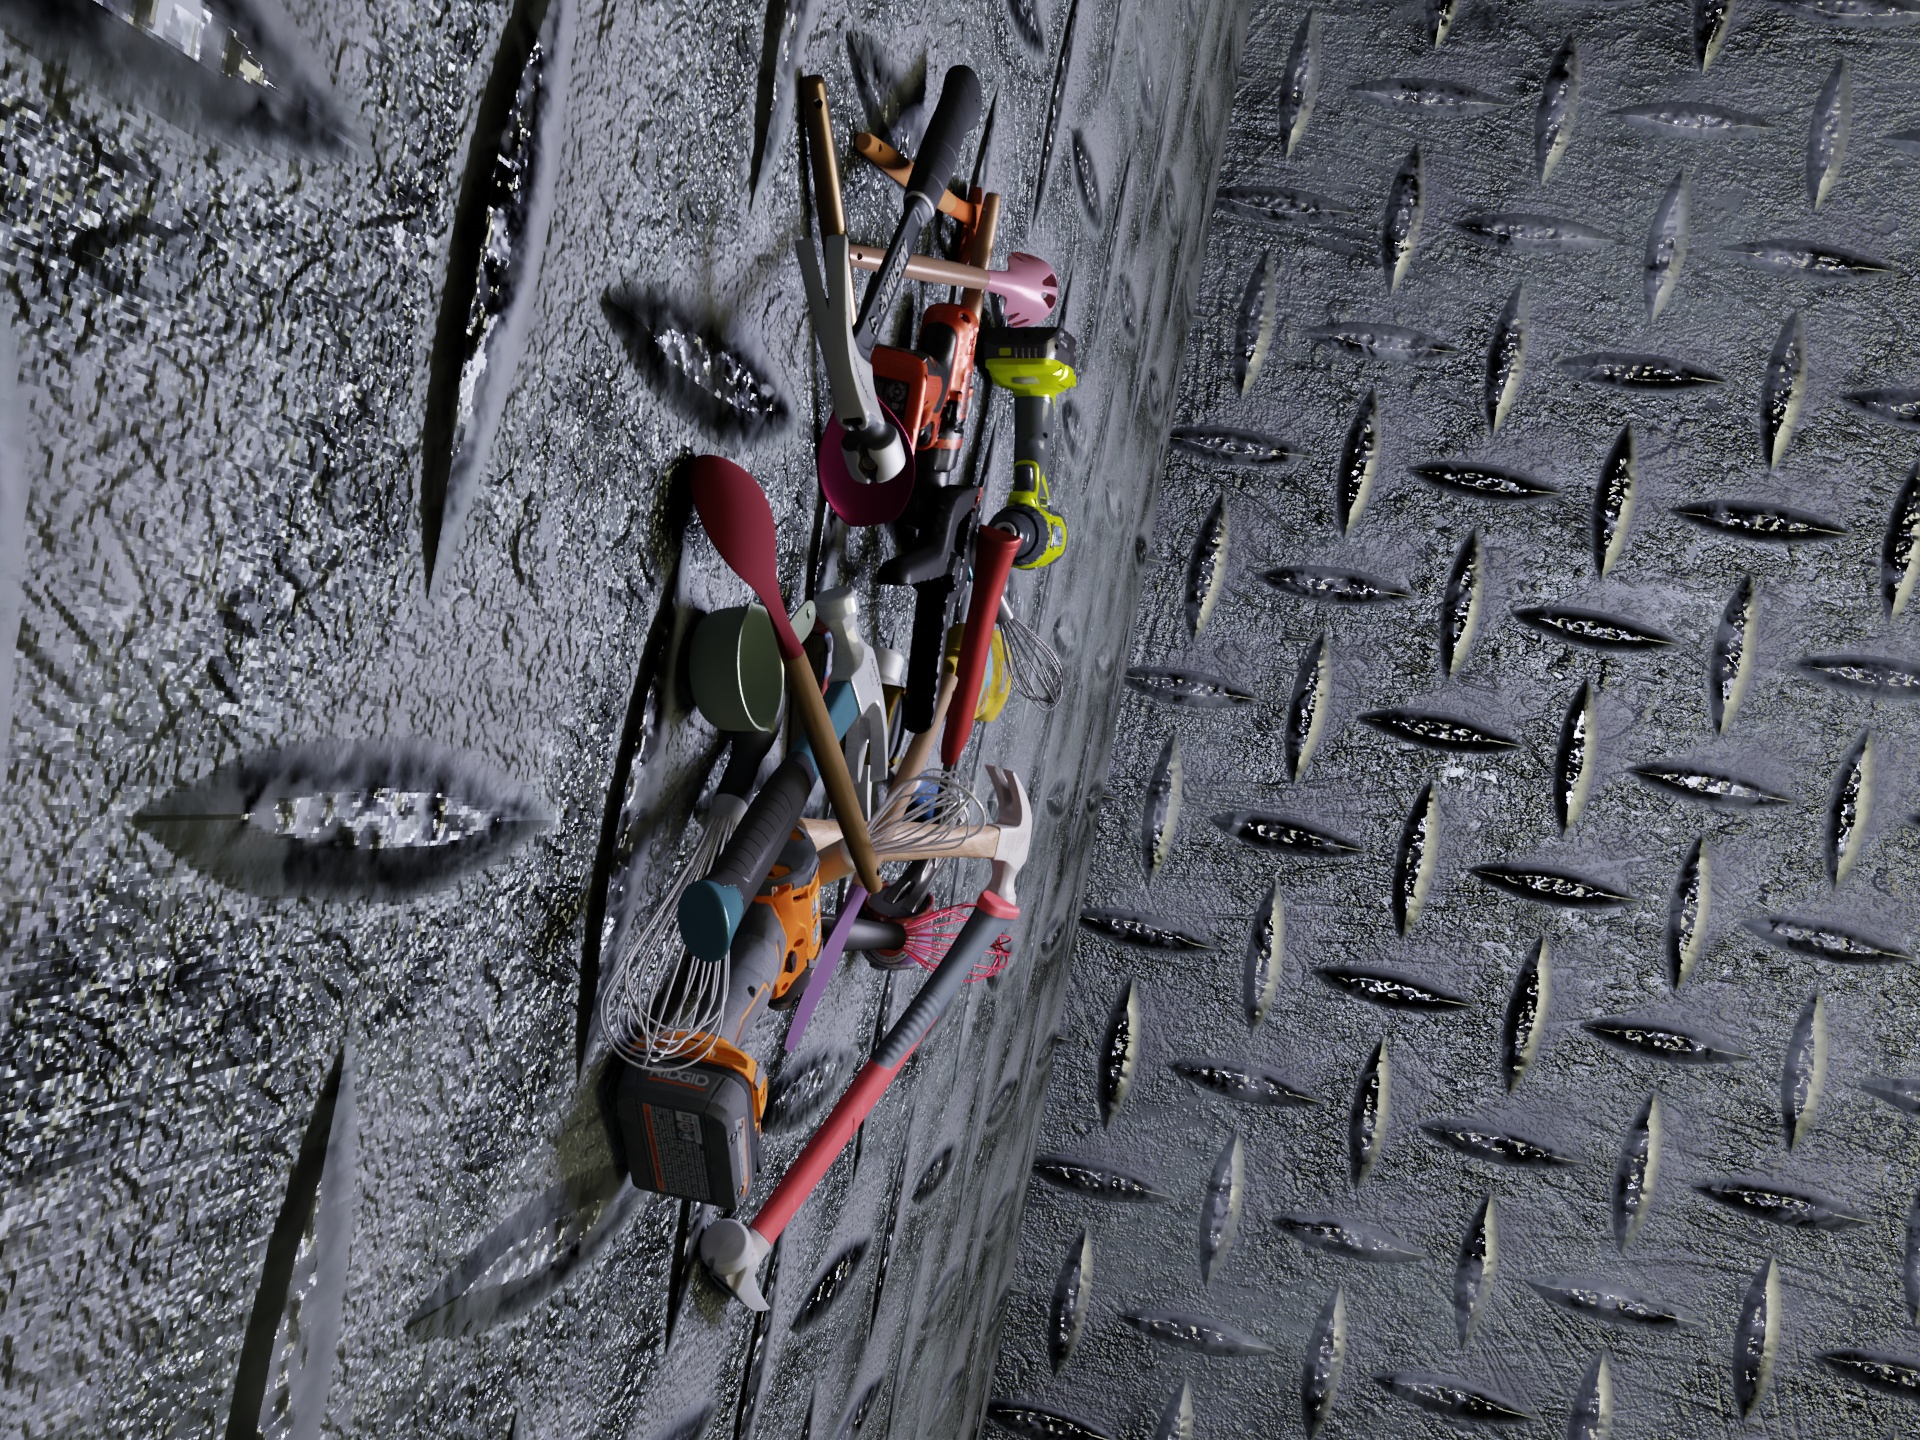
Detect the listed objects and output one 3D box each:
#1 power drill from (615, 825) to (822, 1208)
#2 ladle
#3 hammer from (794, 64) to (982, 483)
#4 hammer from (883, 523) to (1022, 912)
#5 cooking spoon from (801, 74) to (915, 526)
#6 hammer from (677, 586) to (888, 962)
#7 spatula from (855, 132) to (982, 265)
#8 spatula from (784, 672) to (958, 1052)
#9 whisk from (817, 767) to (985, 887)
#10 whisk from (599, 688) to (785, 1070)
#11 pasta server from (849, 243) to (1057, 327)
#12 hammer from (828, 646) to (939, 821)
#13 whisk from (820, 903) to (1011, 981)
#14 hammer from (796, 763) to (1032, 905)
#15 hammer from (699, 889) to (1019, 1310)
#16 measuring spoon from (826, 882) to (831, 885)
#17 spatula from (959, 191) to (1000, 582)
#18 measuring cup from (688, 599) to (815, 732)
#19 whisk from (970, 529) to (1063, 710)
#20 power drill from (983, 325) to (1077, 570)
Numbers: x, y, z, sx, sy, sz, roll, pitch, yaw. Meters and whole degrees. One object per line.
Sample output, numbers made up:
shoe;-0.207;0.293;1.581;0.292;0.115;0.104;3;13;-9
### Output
power drill;-0.145;0.198;1.044;0.227;0.084;0.164;-72;168;-46
ladle;-0.095;-0.018;0.962;0.069;0.031;0.315;-72;151;-54
hammer;-0.034;-0.337;1.056;0.409;0.036;0.149;-76;158;-44
hammer;-0.002;-0.004;1.381;0.149;0.037;0.358;-55;161;-52
cooking spoon;-0.075;-0.264;1.052;0.017;0.068;0.318;-107;-172;-49
hammer;-0.106;0.037;1.001;0.331;0.033;0.128;-65;144;-59
spatula;-0.026;-0.402;1.217;0.322;0.041;0.081;-16;117;-72
spatula;-0.067;0.103;1.210;0.059;0.018;0.316;83;29;-70
whisk;-0.066;0.087;1.083;0.246;0.059;0.058;-30;-154;48
whisk;-0.153;0.083;0.976;0.070;0.070;0.285;85;14;-52
pasta server;-0.004;-0.334;1.194;0.316;0.040;0.060;-15;112;-57
hammer;-0.049;0.058;1.473;0.405;0.035;0.144;58;43;-73
whisk;-0.044;0.188;1.369;0.295;0.073;0.073;15;85;-54
hammer;-0.035;0.097;1.305;0.331;0.031;0.130;8;94;-57
hammer;-0.070;0.300;1.299;0.386;0.038;0.143;-51;156;-26
measuring spoon;-0.127;0.122;1.224;0.128;0.021;0.042;-37;138;-59
spatula;0.003;-0.275;1.325;0.044;0.082;0.317;-2;115;-33
measuring cup;-0.128;-0.046;0.998;0.168;0.038;0.083;-63;148;-67
whisk;0.046;-0.105;1.572;0.238;0.055;0.055;61;34;-31
power drill;0.063;-0.259;1.536;0.190;0.080;0.228;-22;114;-76
